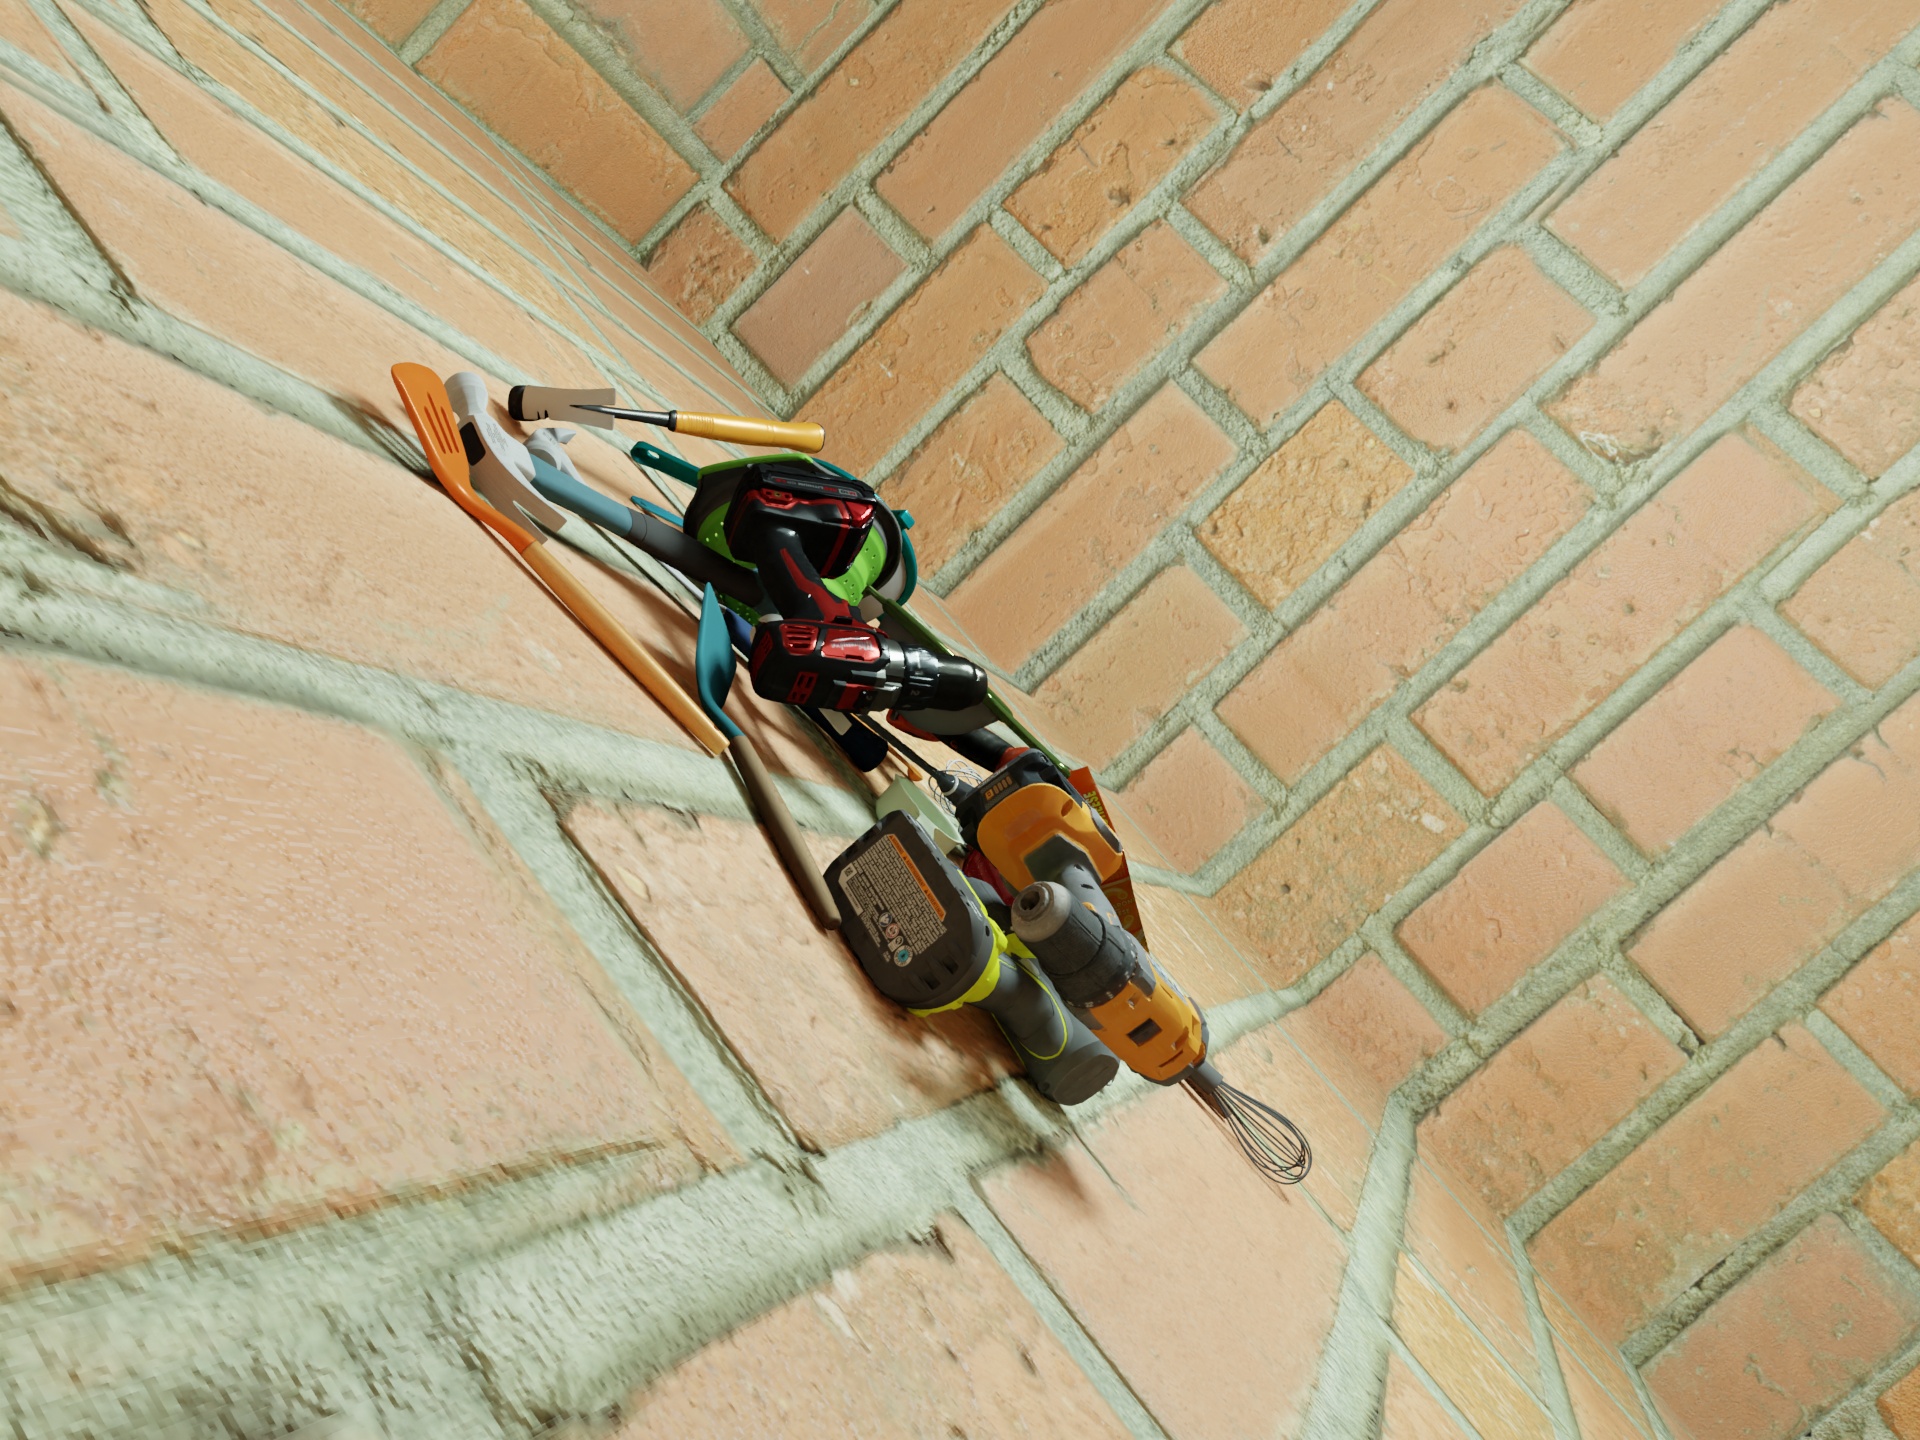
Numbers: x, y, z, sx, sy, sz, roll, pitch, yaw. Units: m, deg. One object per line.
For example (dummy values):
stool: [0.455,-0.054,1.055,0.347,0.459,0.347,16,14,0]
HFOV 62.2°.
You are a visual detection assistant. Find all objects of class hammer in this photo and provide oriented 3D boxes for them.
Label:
hammer: [-0.250,-0.149,1.220,0.330,0.033,0.128,27,32,-53]
hammer: [-0.016,0.050,1.386,0.408,0.036,0.149,40,2,-40]
hammer: [-0.240,-0.273,1.460,0.127,0.034,0.336,12,10,36]
hammer: [-0.213,-0.100,1.357,0.405,0.035,0.144,44,8,-21]

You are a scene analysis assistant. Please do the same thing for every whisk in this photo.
whisk: [0.042,0.111,1.647,0.246,0.059,0.058,45,42,-46]
whisk: [0.238,0.347,1.507,0.239,0.055,0.055,43,6,8]

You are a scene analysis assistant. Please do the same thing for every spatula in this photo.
spatula: [-0.263,-0.103,1.055,0.322,0.041,0.081,47,9,-6]
spatula: [-0.134,0.026,1.084,0.082,0.044,0.318,78,-16,-44]

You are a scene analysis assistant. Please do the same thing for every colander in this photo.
colander: [-0.138,-0.095,1.533,0.396,0.204,0.095,64,24,-57]

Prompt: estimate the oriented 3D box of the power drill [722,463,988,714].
power drill: [-0.086,-0.093,1.248,0.187,0.080,0.227,6,43,-28]

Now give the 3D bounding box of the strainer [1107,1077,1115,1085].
strainer: [0.126,0.260,1.343,0.087,0.050,0.258,37,10,1]

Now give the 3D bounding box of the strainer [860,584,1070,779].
strainer: [-0.002,-0.004,1.335,0.257,0.069,0.151,45,0,43]

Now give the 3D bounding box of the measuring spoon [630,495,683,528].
measuring spoon: [-0.278,-0.187,1.563,0.128,0.021,0.042,26,20,-45]

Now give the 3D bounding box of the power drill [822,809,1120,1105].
power drill: [0.005,0.151,1.080,0.228,0.080,0.191,43,9,-50]

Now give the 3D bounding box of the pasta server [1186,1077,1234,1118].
pasta server: [0.161,0.260,1.551,0.316,0.040,0.060,48,-8,4]

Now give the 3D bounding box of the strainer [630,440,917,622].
strainer: [-0.213,-0.190,1.641,0.340,0.095,0.210,26,-34,10]

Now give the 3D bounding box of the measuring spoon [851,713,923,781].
measuring spoon: [-0.082,0.023,1.565,0.117,0.011,0.021,41,8,-14]

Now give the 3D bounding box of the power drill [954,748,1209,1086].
power drill: [0.068,0.115,1.047,0.185,0.084,0.226,47,11,-37]

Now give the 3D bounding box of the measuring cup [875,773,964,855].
measuring cup: [-0.040,0.094,1.292,0.083,0.038,0.167,46,9,-6]
